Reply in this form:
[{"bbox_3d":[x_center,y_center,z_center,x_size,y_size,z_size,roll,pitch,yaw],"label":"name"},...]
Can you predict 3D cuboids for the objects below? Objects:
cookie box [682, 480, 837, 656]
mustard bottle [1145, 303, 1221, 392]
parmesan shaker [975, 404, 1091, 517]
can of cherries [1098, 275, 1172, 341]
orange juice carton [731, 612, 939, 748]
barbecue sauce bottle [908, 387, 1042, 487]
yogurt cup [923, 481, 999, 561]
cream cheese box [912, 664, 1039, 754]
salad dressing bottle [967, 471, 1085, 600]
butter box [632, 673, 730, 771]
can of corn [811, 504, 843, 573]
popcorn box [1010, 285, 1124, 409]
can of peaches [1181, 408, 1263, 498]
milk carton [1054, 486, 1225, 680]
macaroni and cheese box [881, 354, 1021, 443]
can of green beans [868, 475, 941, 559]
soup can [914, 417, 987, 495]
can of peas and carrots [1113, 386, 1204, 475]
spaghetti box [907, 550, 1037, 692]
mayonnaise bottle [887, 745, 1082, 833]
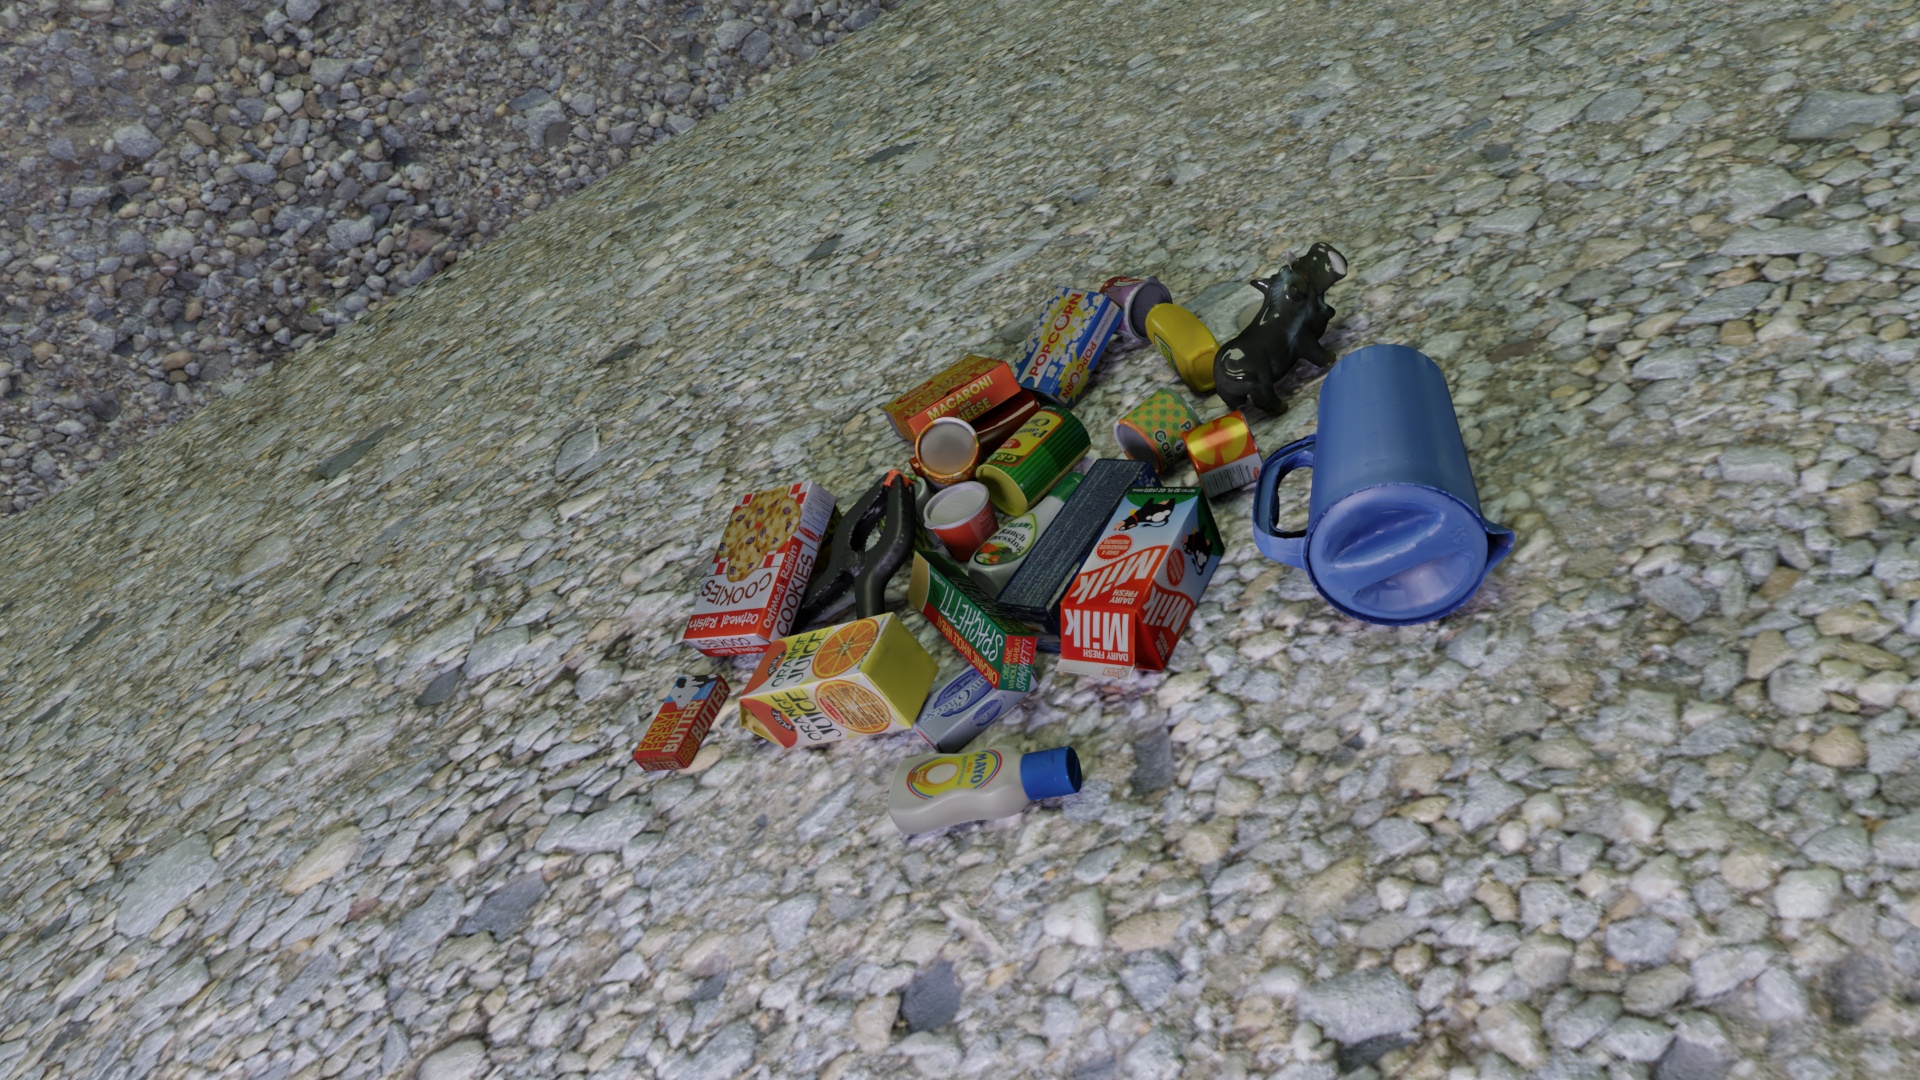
[{"bbox_3d":[-0.197,0.030,1.366,0.122,0.040,0.168,-8,56,45],"label":"cookie box"},{"bbox_3d":[0.228,-0.211,1.452,0.049,0.065,0.161,-28,33,2],"label":"mustard bottle"},{"bbox_3d":[0.072,-0.080,1.384,0.071,0.071,0.103,16,52,46],"label":"parmesan shaker"},{"bbox_3d":[0.192,-0.261,1.541,0.072,0.071,0.058,-40,34,-19],"label":"can of cherries"},{"bbox_3d":[-0.121,0.127,1.212,0.192,0.073,0.072,-15,34,37],"label":"orange juice carton"},{"bbox_3d":[0.017,-0.108,1.479,0.149,0.043,0.065,-31,27,-5],"label":"barbecue sauce bottle"},{"bbox_3d":[0.005,-0.017,1.353,0.072,0.053,0.073,-18,34,13],"label":"yogurt cup"},{"bbox_3d":[0.010,0.134,1.170,0.104,0.024,0.053,-37,35,-14],"label":"cream cheese box"},{"bbox_3d":[0.070,-0.006,1.302,0.064,0.043,0.148,17,53,46],"label":"salad dressing bottle"},{"bbox_3d":[-0.262,0.171,1.309,0.053,0.024,0.104,-8,37,27],"label":"butter box"},{"bbox_3d":[-0.149,-0.008,1.444,0.071,0.058,0.071,-18,34,13],"label":"can of corn"},{"bbox_3d":[0.113,-0.213,1.517,0.085,0.038,0.127,23,83,49],"label":"popcorn box"},{"bbox_3d":[0.239,-0.080,1.265,0.058,0.071,0.071,-22,33,9],"label":"can of peaches"},{"bbox_3d":[0.147,0.043,1.156,0.072,0.073,0.191,3,44,37],"label":"milk carton"},{"bbox_3d":[-0.014,-0.155,1.522,0.124,0.040,0.166,-32,14,-6],"label":"macaroni and cheese box"},{"bbox_3d":[-0.054,-0.024,1.400,0.071,0.057,0.071,-19,34,13],"label":"can of green beans"},{"bbox_3d":[-0.009,-0.078,1.402,0.071,0.083,0.071,-2,75,7],"label":"soup can"},{"bbox_3d":[0.191,-0.103,1.332,0.059,0.070,0.071,-38,35,-15],"label":"can of peas and carrots"},{"bbox_3d":[0.006,0.065,1.202,0.029,0.050,0.250,4,14,-21],"label":"spaghetti box"},{"bbox_3d":[0.019,0.188,1.076,0.148,0.041,0.065,-13,34,21],"label":"mayonnaise bottle"}]
